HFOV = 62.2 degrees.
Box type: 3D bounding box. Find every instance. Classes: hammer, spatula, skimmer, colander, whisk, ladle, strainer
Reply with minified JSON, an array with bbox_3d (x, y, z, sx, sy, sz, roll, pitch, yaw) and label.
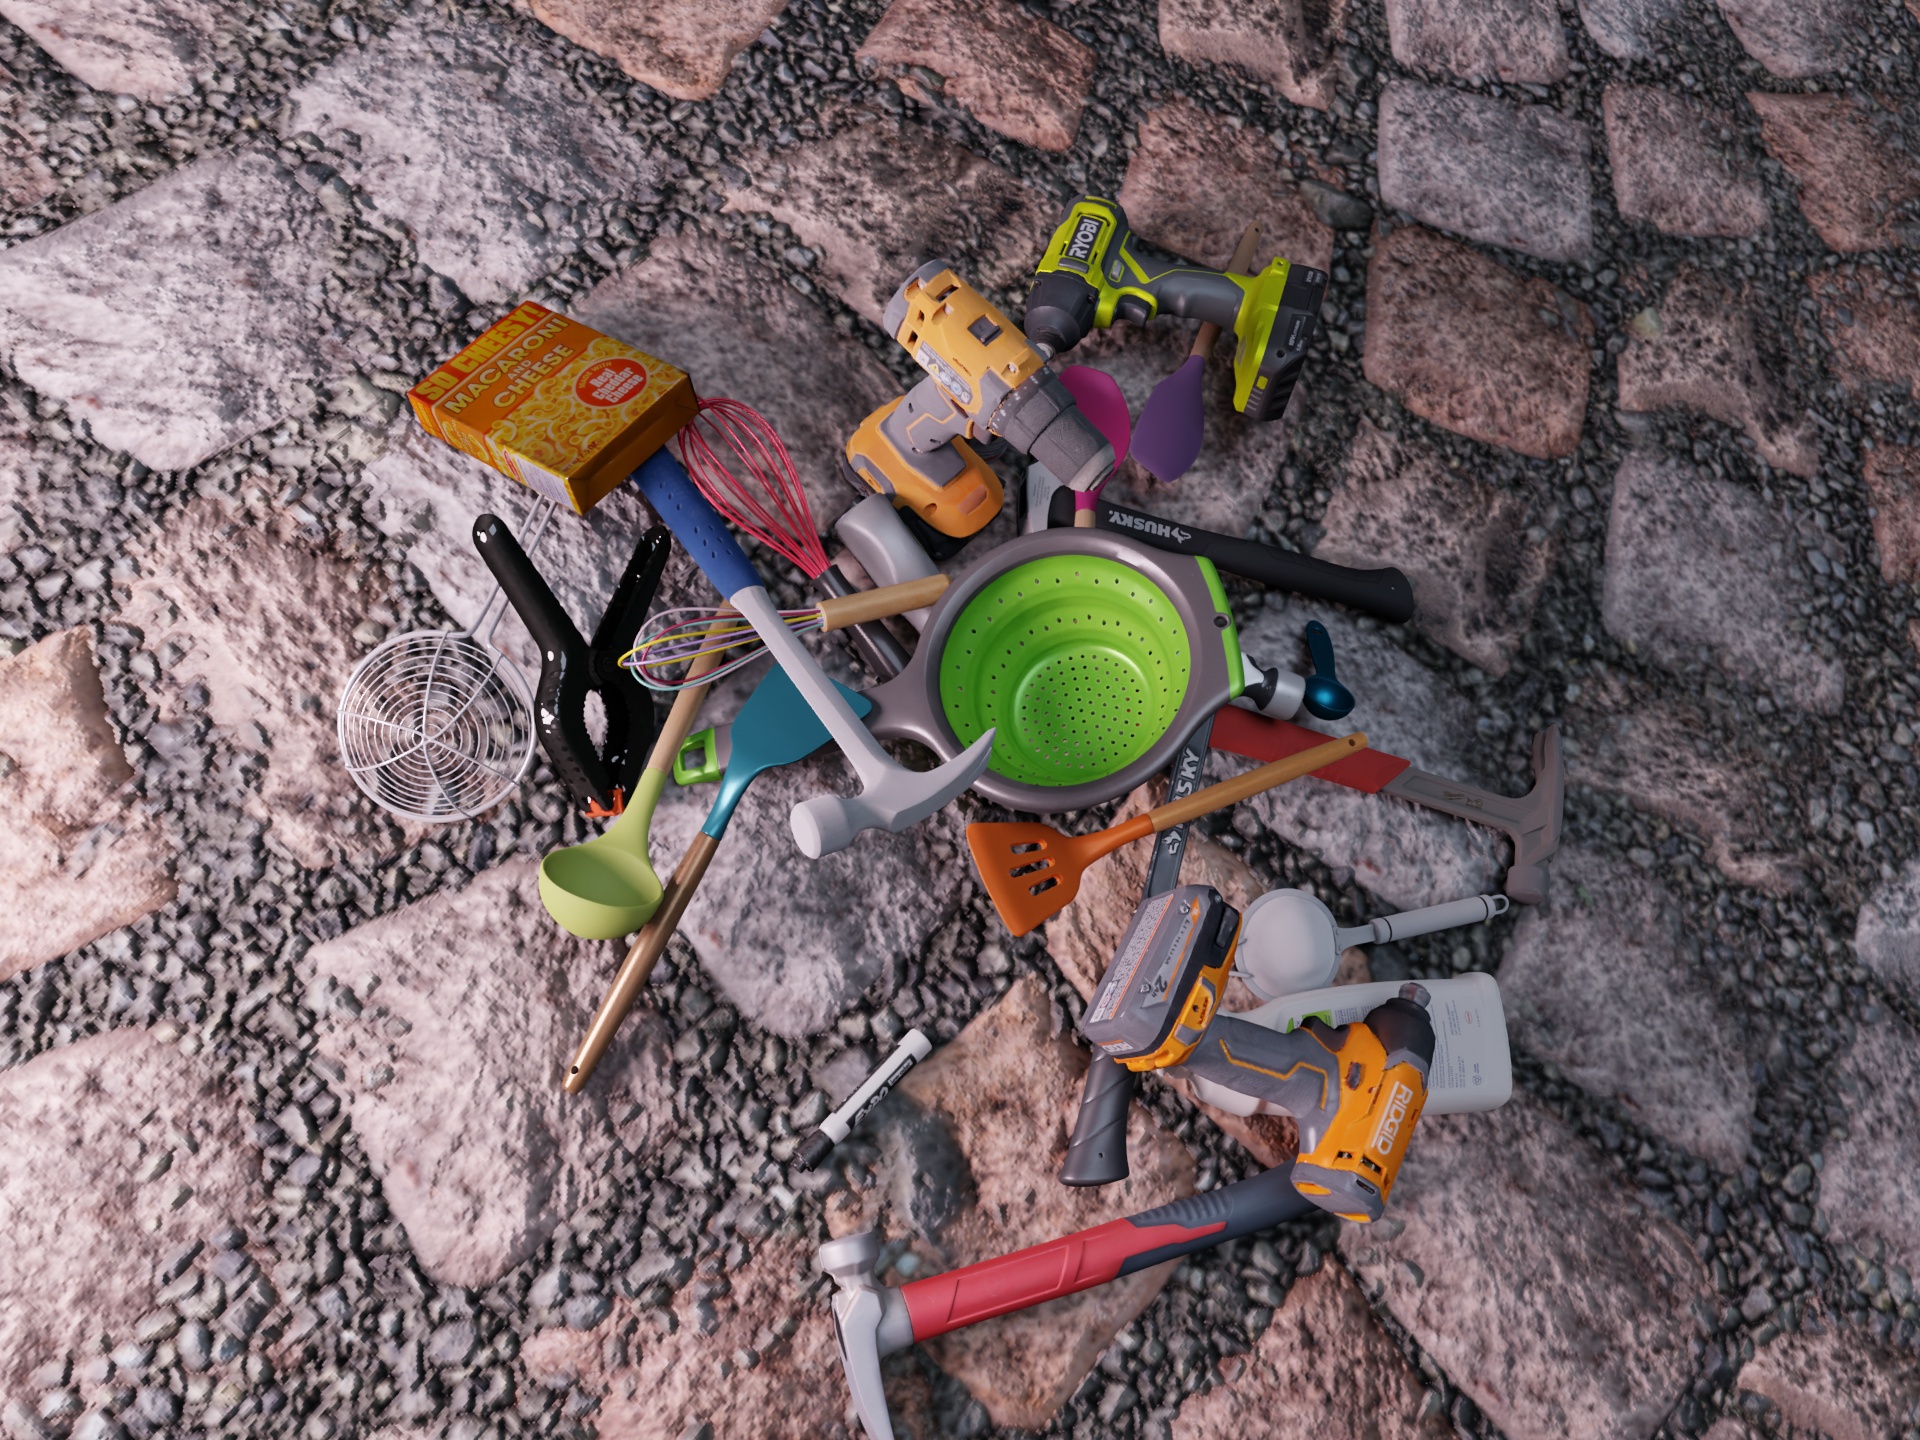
[{"bbox_3d":[-0.130,-0.076,1.051,0.144,0.035,0.406,-18,52,-29],"label":"hammer"},{"bbox_3d":[-0.171,0.102,1.046,0.082,0.044,0.317,26,81,23],"label":"spatula"},{"bbox_3d":[0.133,0.124,1.112,0.149,0.036,0.409,20,67,-7],"label":"hammer"},{"bbox_3d":[0.207,-0.316,1.332,0.059,0.018,0.316,35,57,-17],"label":"spatula"},{"bbox_3d":[0.302,0.025,1.234,0.359,0.036,0.149,17,66,-9],"label":"hammer"},{"bbox_3d":[-0.315,-0.101,1.118,0.127,0.090,0.364,23,55,-11],"label":"skimmer"},{"bbox_3d":[-0.002,-0.004,1.110,0.397,0.094,0.205,-14,66,9],"label":"colander"},{"bbox_3d":[0.108,0.365,1.050,0.386,0.038,0.143,-11,74,-19],"label":"hammer"},{"bbox_3d":[-0.115,-0.066,1.097,0.245,0.047,0.051,-15,49,-21],"label":"whisk"},{"bbox_3d":[-0.112,-0.123,1.166,0.073,0.073,0.296,-37,88,-24],"label":"whisk"},{"bbox_3d":[-0.194,0.008,1.071,0.078,0.062,0.320,20,55,-2],"label":"ladle"},{"bbox_3d":[0.154,0.061,1.099,0.322,0.041,0.081,-19,76,-20],"label":"spatula"},{"bbox_3d":[0.306,0.157,1.184,0.258,0.050,0.087,-9,88,-21],"label":"strainer"},{"bbox_3d":[0.206,-0.130,1.268,0.334,0.035,0.146,14,66,-10],"label":"hammer"}]

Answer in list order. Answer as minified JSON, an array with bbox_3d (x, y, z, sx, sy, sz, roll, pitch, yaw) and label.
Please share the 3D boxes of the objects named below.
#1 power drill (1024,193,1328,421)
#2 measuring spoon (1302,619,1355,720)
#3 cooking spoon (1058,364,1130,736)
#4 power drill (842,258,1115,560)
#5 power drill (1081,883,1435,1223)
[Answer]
[{"bbox_3d":[0.168,-0.326,1.275,0.223,0.080,0.171,18,57,5],"label":"power drill"},{"bbox_3d":[0.279,-0.038,1.240,0.042,0.021,0.129,16,35,-5],"label":"measuring spoon"},{"bbox_3d":[0.093,-0.135,1.208,0.068,0.017,0.319,12,65,-17],"label":"cooking spoon"},{"bbox_3d":[0.011,-0.198,1.134,0.185,0.226,0.084,44,65,4],"label":"power drill"},{"bbox_3d":[0.210,0.202,1.048,0.226,0.084,0.164,35,66,-8],"label":"power drill"}]
